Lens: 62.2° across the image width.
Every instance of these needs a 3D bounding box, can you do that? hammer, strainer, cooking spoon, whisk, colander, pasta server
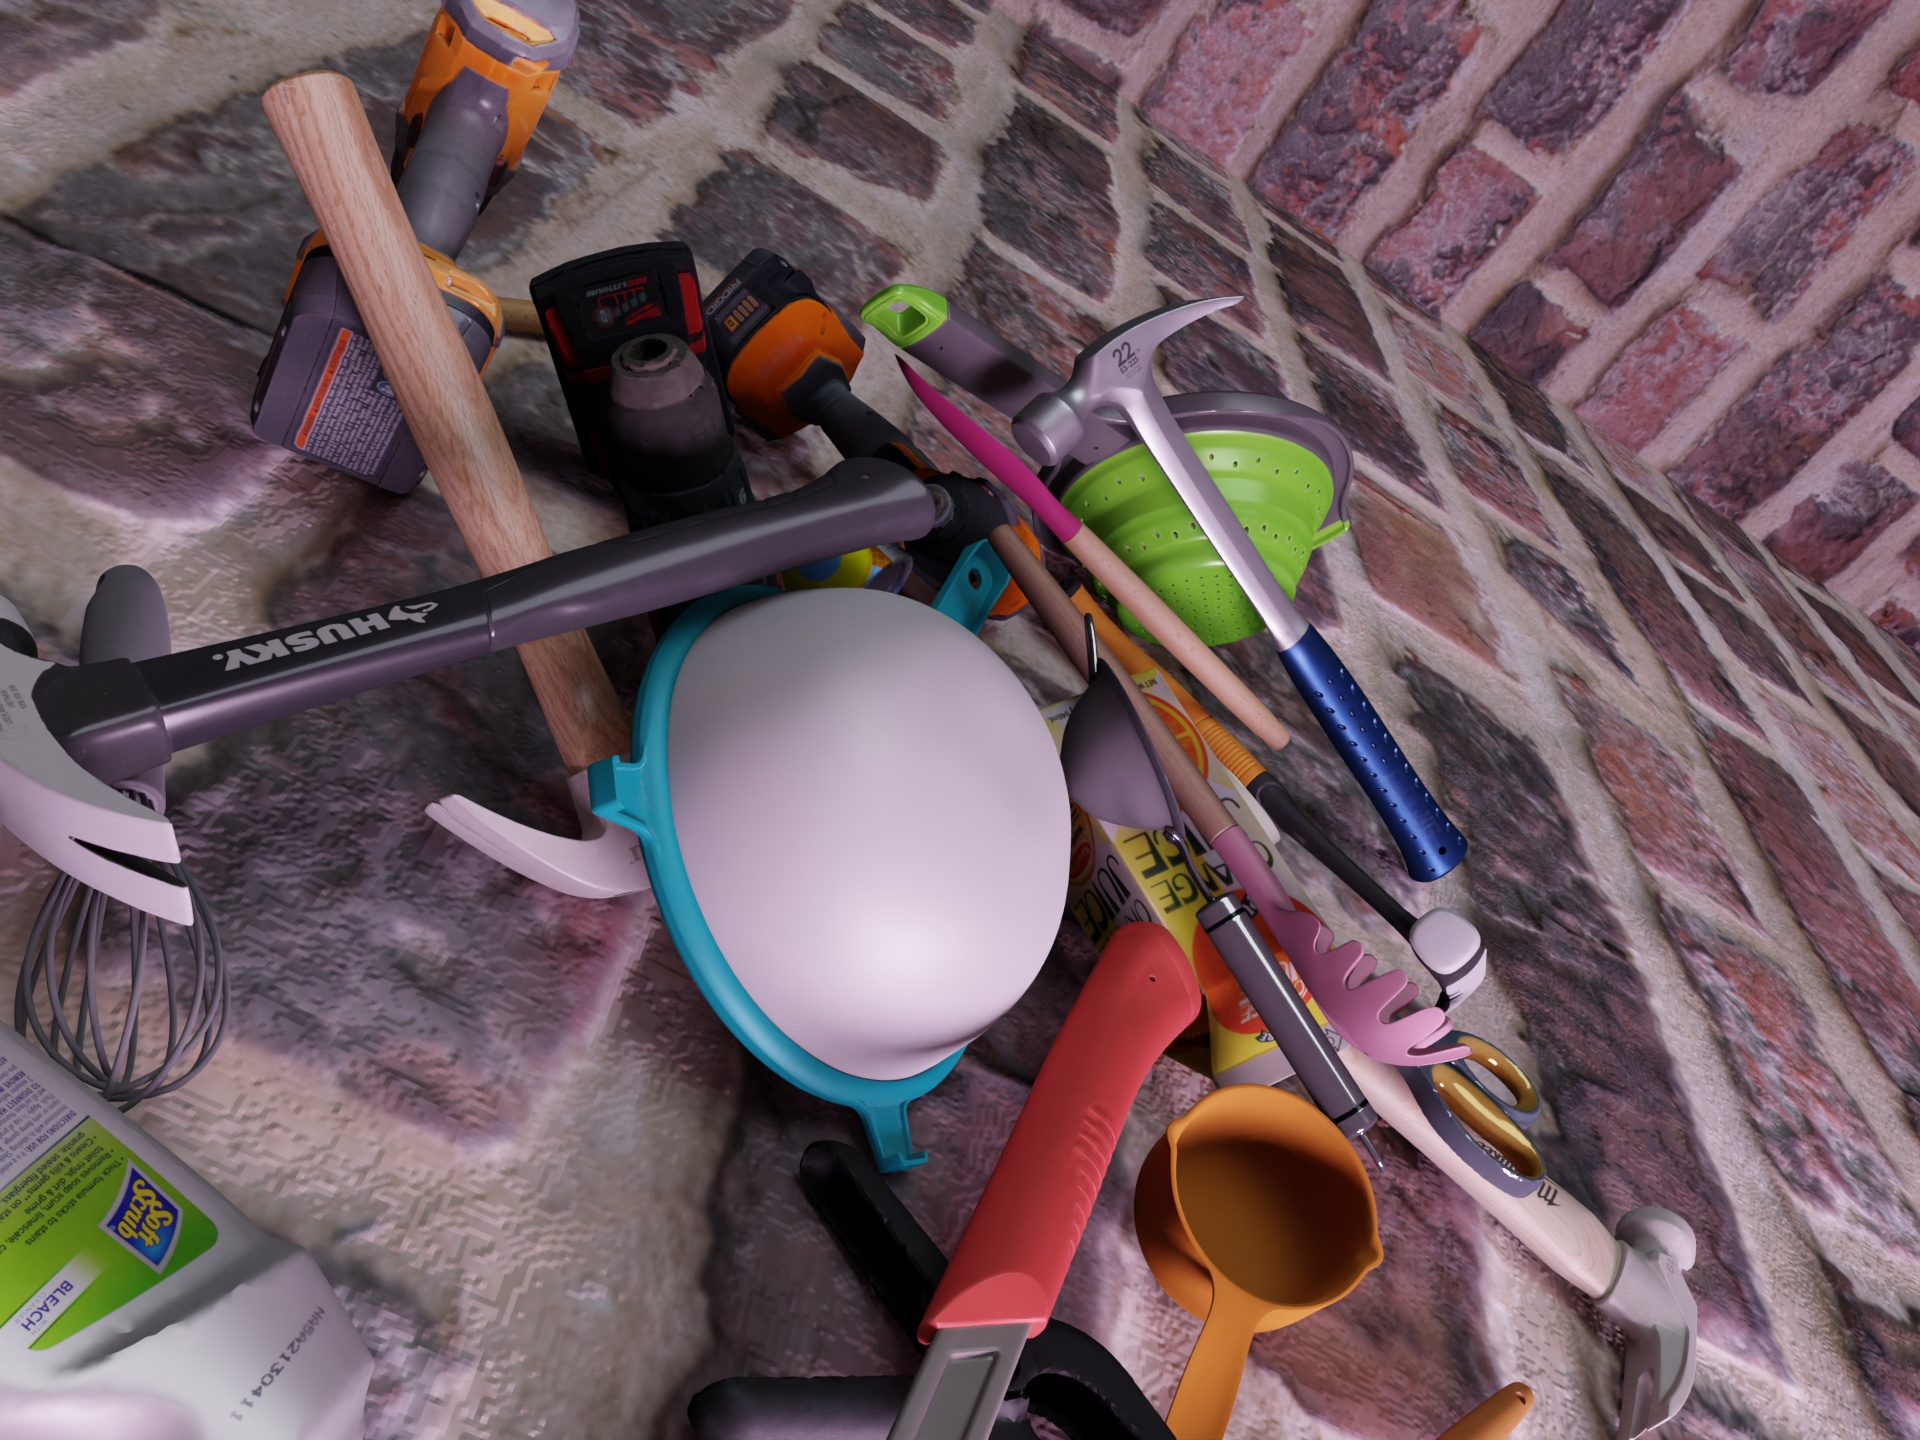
[{"bbox_3d":[-0.145,-0.036,0.530,0.334,0.035,0.146,-21,44,-35],"label":"hammer"},{"bbox_3d":[-0.001,-0.002,0.654,0.210,0.095,0.341,56,32,-20],"label":"strainer"},{"bbox_3d":[0.188,0.165,0.779,0.411,0.038,0.146,41,31,7],"label":"hammer"},{"bbox_3d":[0.077,-0.085,0.864,0.318,0.017,0.069,42,7,-22],"label":"cooking spoon"},{"bbox_3d":[-0.257,0.023,0.489,0.055,0.055,0.239,13,33,-36],"label":"whisk"},{"bbox_3d":[-0.183,-0.088,0.601,0.130,0.031,0.331,-25,91,-39],"label":"hammer"},{"bbox_3d":[0.101,0.073,0.659,0.258,0.050,0.086,58,-4,11],"label":"strainer"},{"bbox_3d":[0.093,-0.132,0.939,0.396,0.204,0.095,22,55,-42],"label":"colander"},{"bbox_3d":[0.164,0.033,0.910,0.337,0.034,0.127,46,-3,28],"label":"hammer"},{"bbox_3d":[0.193,-0.061,0.927,0.405,0.144,0.035,51,-12,-24],"label":"hammer"},{"bbox_3d":[0.107,0.025,0.701,0.316,0.040,0.060,55,9,23],"label":"pasta server"},{"bbox_3d":[0.010,0.166,0.516,0.149,0.036,0.359,30,31,5],"label":"hammer"}]

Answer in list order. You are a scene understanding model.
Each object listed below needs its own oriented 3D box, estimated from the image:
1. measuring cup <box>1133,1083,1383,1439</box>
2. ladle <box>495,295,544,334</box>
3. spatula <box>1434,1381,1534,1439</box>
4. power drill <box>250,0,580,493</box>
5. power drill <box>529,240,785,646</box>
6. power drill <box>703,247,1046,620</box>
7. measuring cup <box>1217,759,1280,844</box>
[{"bbox_3d":[0.094,0.221,0.597,0.095,0.052,0.174,31,52,1],"label":"measuring cup"},{"bbox_3d":[-0.197,-0.229,0.928,0.315,0.031,0.069,-8,43,-49],"label":"ladle"},{"bbox_3d":[0.135,0.292,0.561,0.322,0.041,0.081,2,45,-51],"label":"spatula"},{"bbox_3d":[-0.250,-0.218,0.731,0.084,0.185,0.226,22,58,-25],"label":"power drill"},{"bbox_3d":[-0.133,-0.129,0.712,0.080,0.187,0.227,-17,48,-9],"label":"power drill"},{"bbox_3d":[-0.052,-0.155,0.880,0.226,0.084,0.164,46,5,13],"label":"power drill"},{"bbox_3d":[0.110,0.027,0.889,0.168,0.038,0.083,42,-7,47],"label":"measuring cup"}]
